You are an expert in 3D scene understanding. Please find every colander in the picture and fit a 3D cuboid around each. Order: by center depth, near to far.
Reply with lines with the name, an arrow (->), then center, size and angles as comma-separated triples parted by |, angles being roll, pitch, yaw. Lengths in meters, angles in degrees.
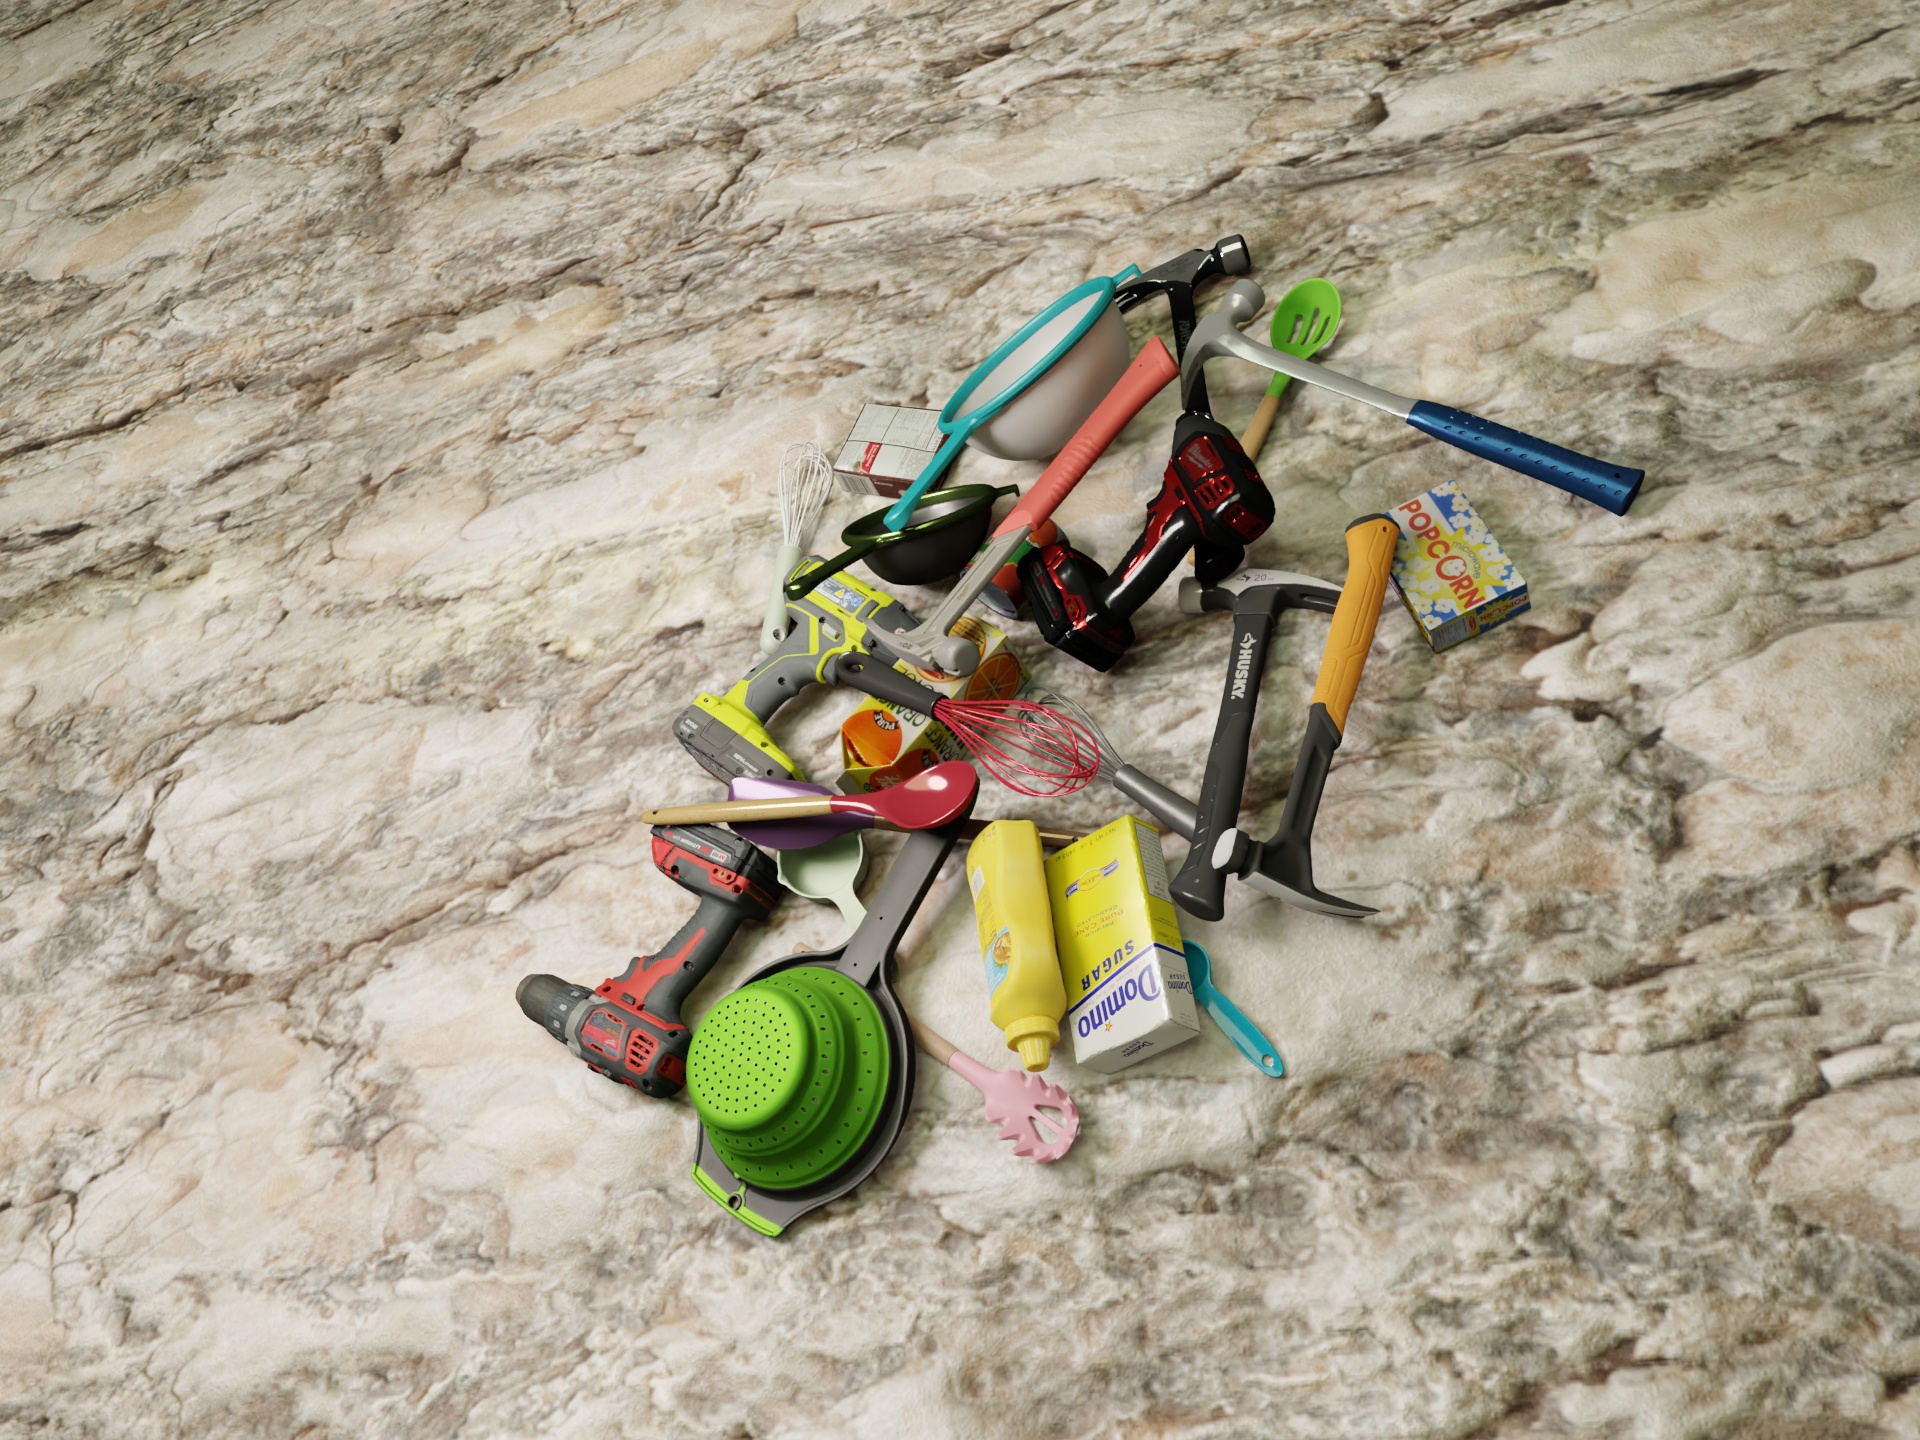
colander -> -0.105, 0.200, 1.250 | 0.205, 0.094, 0.397 | 23, 80, 35

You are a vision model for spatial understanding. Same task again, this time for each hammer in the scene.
hammer -> 0.296, -0.013, 1.232 | 0.127, 0.034, 0.337 | 24, 67, -9
hammer -> 0.222, 0.011, 1.268 | 0.146, 0.035, 0.335 | 0, 53, 23
hammer -> 0.374, -0.263, 1.358 | 0.406, 0.035, 0.144 | 28, 66, 25
hammer -> 0.065, -0.191, 1.377 | 0.359, 0.036, 0.149 | -51, 36, -10
hammer -> 0.211, -0.288, 1.460 | 0.149, 0.036, 0.409 | -15, 51, 19

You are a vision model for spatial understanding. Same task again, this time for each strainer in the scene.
strainer -> -0.061, -0.141, 1.437 | 0.151, 0.069, 0.256 | -1, 25, 41
strainer -> 0.052, -0.266, 1.463 | 0.211, 0.095, 0.340 | -13, 35, 56

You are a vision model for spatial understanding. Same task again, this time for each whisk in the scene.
whisk -> -0.002, -0.004, 1.300 | 0.296, 0.073, 0.073 | 25, 73, 39
whisk -> 0.135, 0.043, 1.306 | 0.239, 0.055, 0.055 | 36, 79, 31
whisk -> -0.167, -0.173, 1.573 | 0.059, 0.057, 0.246 | -27, 48, 50

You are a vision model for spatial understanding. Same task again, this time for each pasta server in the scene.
pasta server -> -0.027, 0.251, 1.254 | 0.316, 0.040, 0.060 | 28, 84, 35

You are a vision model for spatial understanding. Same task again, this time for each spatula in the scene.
spatula -> -0.046, 0.088, 1.334 | 0.316, 0.018, 0.060 | 4, 86, 11

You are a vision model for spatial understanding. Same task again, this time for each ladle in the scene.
ladle -> -0.128, 0.071, 1.314 | 0.315, 0.031, 0.069 | -5, 42, 23

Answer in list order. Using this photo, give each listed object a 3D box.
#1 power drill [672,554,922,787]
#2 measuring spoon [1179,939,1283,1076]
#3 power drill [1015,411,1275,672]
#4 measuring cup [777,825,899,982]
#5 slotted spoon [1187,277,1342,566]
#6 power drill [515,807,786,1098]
power drill -> -0.138, -0.031, 1.448 | 0.171, 0.080, 0.223 | 32, 74, 25
measuring spoon -> 0.198, 0.218, 1.193 | 0.042, 0.021, 0.129 | -46, 62, 8
power drill -> 0.156, -0.157, 1.345 | 0.219, 0.078, 0.143 | -42, 43, 24
measuring cup -> -0.093, 0.155, 1.349 | 0.083, 0.038, 0.168 | -33, 68, -1
slotted spoon -> 0.273, -0.272, 1.450 | 0.070, 0.031, 0.314 | 13, 68, 39
power drill -> -0.271, 0.194, 1.374 | 0.188, 0.080, 0.227 | 19, 72, 32
